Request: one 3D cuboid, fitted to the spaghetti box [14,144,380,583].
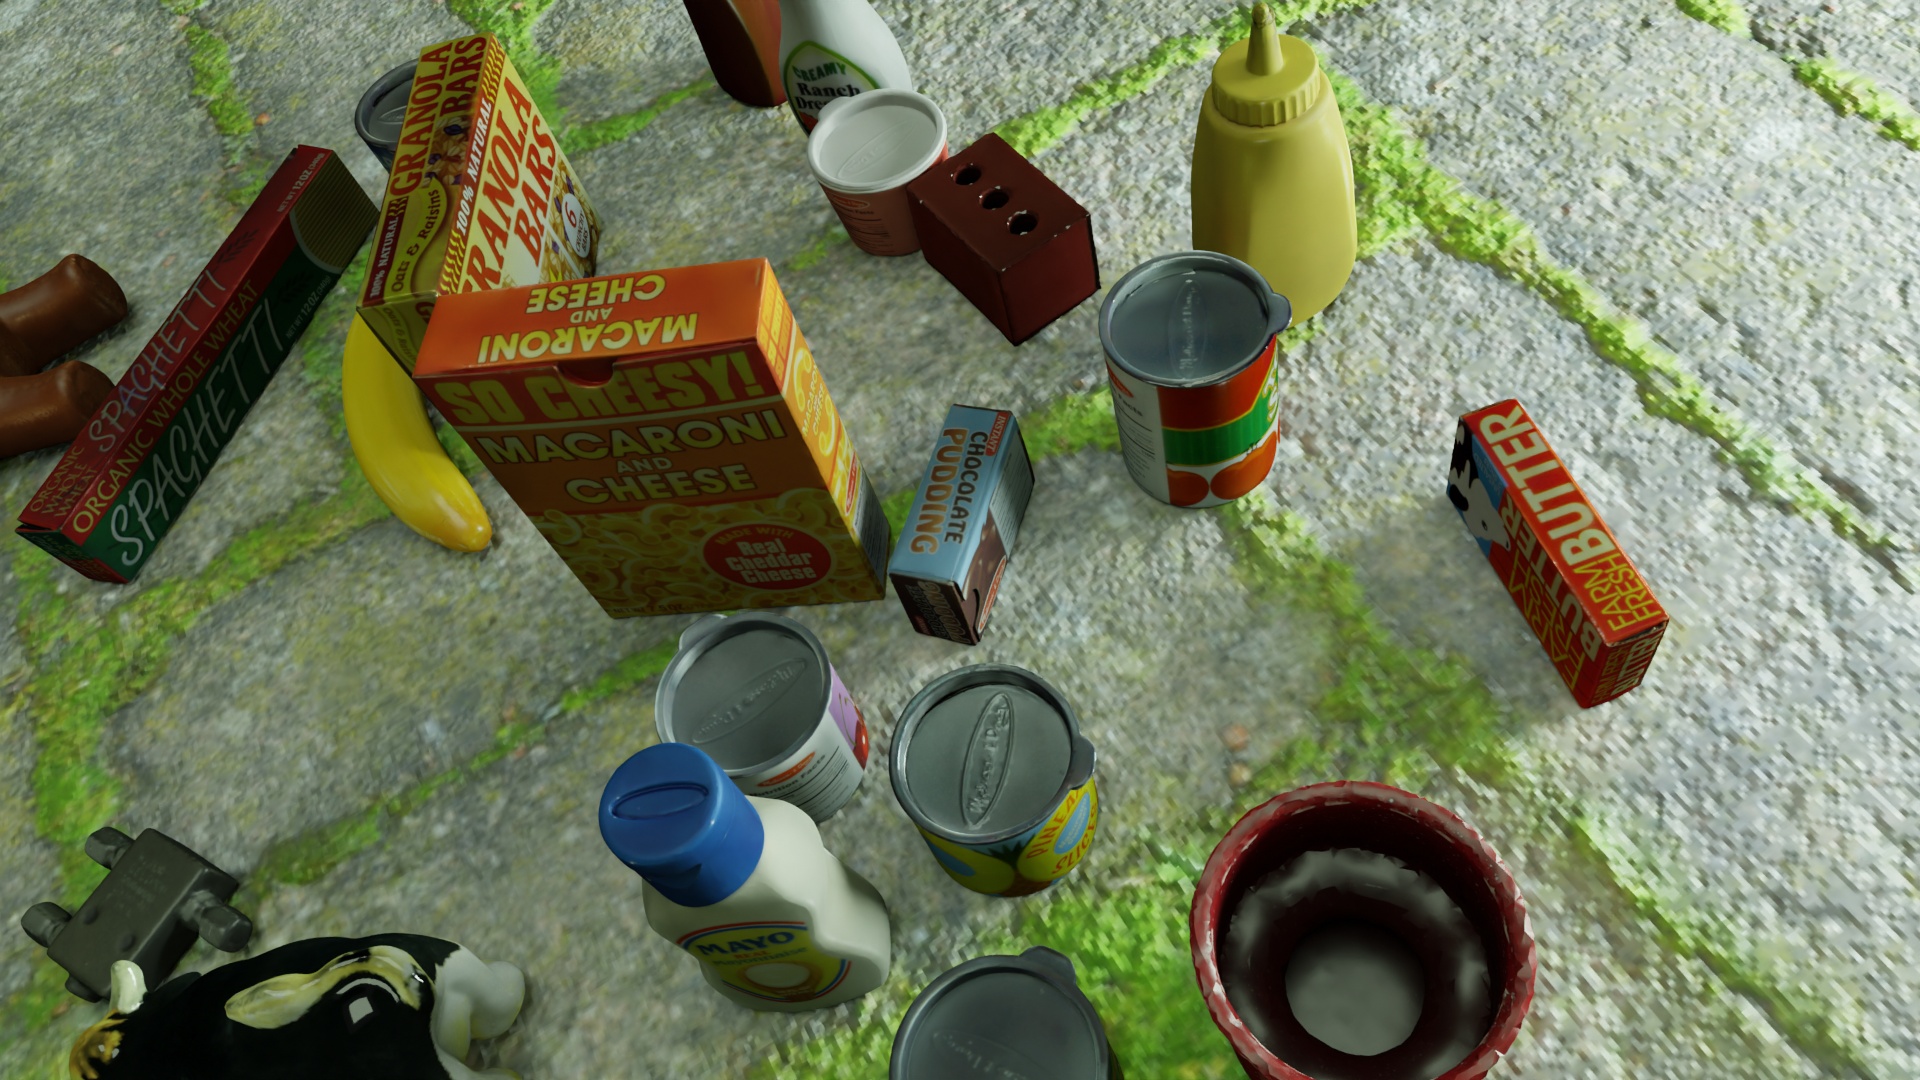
[{"bbox_3d":[-0.377,-0.095,0.704,0.029,0.050,0.251,9,60,19],"label":"spaghetti box"}]

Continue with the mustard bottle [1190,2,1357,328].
[{"bbox_3d":[0.124,-0.150,0.553,0.065,0.159,0.049,-26,56,-3],"label":"mustard bottle"}]

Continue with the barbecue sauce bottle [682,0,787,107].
[{"bbox_3d":[-0.125,-0.297,0.715,0.065,0.148,0.044,36,72,30],"label":"barbecue sauce bottle"}]

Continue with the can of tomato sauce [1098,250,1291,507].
[{"bbox_3d":[0.094,-0.062,0.549,0.071,0.082,0.071,-6,57,10],"label":"can of tomato sauce"}]

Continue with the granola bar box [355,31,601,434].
[{"bbox_3d":[-0.216,-0.131,0.643,0.039,0.123,0.166,-9,56,8],"label":"granola bar box"}]

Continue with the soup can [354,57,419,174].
[{"bbox_3d":[-0.262,-0.196,0.721,0.071,0.083,0.072,-6,57,10],"label":"soup can"}]

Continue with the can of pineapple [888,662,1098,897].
[{"bbox_3d":[0.015,0.086,0.487,0.071,0.057,0.071,-6,57,10],"label":"can of pineapple"}]

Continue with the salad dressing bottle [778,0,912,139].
[{"bbox_3d":[-0.064,-0.248,0.669,0.064,0.147,0.044,9,61,19],"label":"salad dressing bottle"}]

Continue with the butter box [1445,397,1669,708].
[{"bbox_3d":[0.210,0.004,0.497,0.024,0.053,0.104,-20,55,1],"label":"butter box"}]

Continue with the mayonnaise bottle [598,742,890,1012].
[{"bbox_3d":[-0.068,0.110,0.437,0.065,0.147,0.041,-11,56,7],"label":"mayonnaise bottle"}]

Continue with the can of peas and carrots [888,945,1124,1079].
[{"bbox_3d":[0.018,0.168,0.433,0.071,0.058,0.071,-6,57,10],"label":"can of peas and carrots"}]

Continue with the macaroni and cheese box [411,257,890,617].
[{"bbox_3d":[-0.106,-0.030,0.526,0.124,0.165,0.040,-5,57,11],"label":"macaroni and cheese box"}]

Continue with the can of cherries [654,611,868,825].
[{"bbox_3d":[-0.073,0.067,0.520,0.071,0.058,0.072,-6,57,10],"label":"can of cherries"}]

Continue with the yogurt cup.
[{"bbox_3d":[-0.035,-0.175,0.671,0.072,0.053,0.073,-6,57,10],"label":"yogurt cup"}]

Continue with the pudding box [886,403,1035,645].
[{"bbox_3d":[0.002,-0.007,0.556,0.030,0.049,0.084,9,60,19],"label":"pudding box"}]
